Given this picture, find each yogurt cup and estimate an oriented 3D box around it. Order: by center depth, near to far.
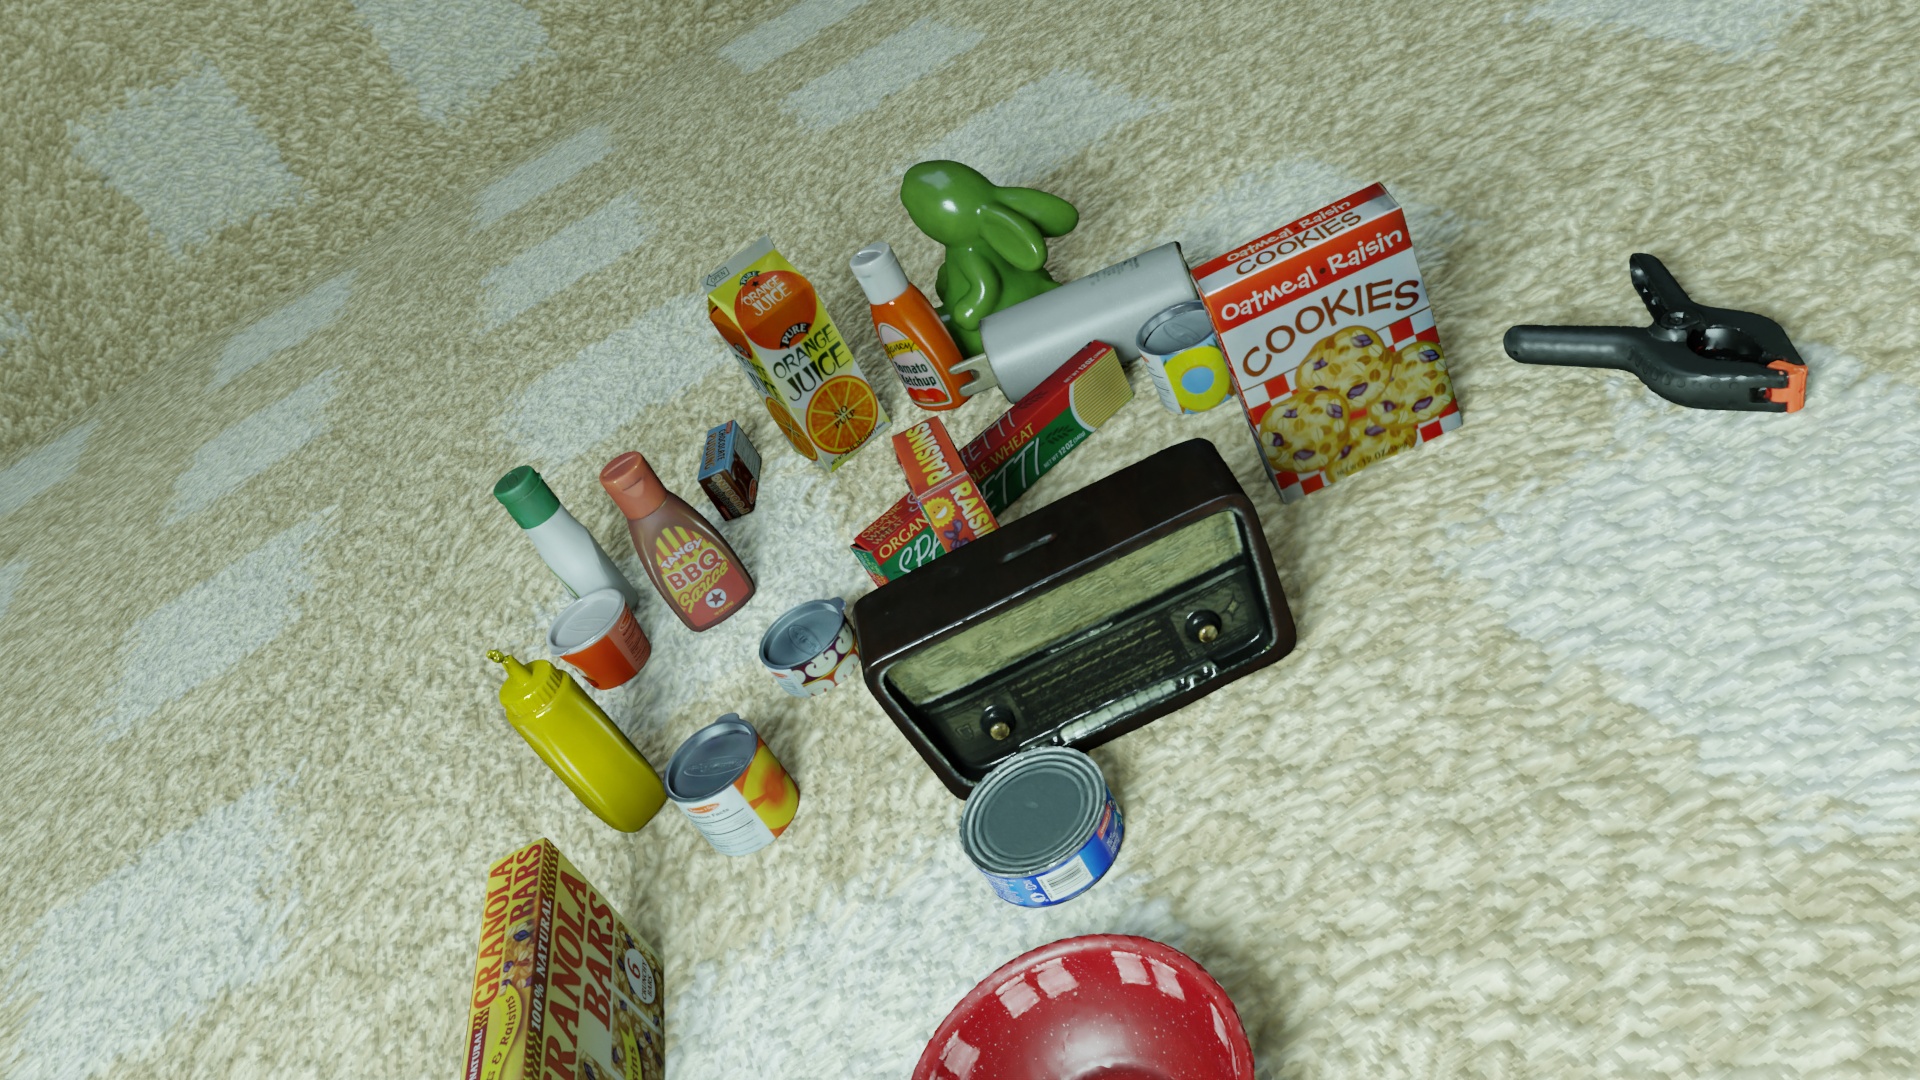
[{"bbox_3d":[-0.277,0.078,1.074,0.072,0.053,0.073,-20,35,14],"label":"yogurt cup"}]

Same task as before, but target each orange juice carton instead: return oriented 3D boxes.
[{"bbox_3d":[-0.141,-0.157,1.158,0.072,0.192,0.073,-40,35,-15],"label":"orange juice carton"}]

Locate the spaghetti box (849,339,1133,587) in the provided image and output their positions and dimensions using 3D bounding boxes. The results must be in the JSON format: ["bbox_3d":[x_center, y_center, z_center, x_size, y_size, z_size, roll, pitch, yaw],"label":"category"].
[{"bbox_3d":[0.027,-0.054,1.028,0.251,0.050,0.029,-41,35,-17],"label":"spaghetti box"}]

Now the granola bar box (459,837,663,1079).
[{"bbox_3d":[-0.203,0.257,0.724,0.039,0.123,0.166,-26,34,5],"label":"granola bar box"}]

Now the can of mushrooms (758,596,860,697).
[{"bbox_3d":[-0.102,0.074,0.970,0.071,0.033,0.071,-20,35,14],"label":"can of mushrooms"}]

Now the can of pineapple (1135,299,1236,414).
[{"bbox_3d":[0.171,-0.135,1.021,0.071,0.057,0.071,-20,35,15],"label":"can of pineapple"}]

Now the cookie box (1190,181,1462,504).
[{"bbox_3d":[0.228,-0.118,0.859,0.123,0.166,0.040,-25,34,8],"label":"cookie box"}]

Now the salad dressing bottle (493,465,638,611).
[{"bbox_3d":[-0.317,0.005,1.115,0.044,0.147,0.064,-34,34,-7],"label":"salad dressing bottle"}]

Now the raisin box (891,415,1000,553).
[{"bbox_3d":[0.003,-0.012,0.924,0.040,0.123,0.086,-28,34,3],"label":"raisin box"}]

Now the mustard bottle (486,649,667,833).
[{"bbox_3d":[-0.253,0.124,0.902,0.065,0.159,0.049,15,54,47],"label":"mustard bottle"}]

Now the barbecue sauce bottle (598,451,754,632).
[{"bbox_3d":[-0.217,-0.001,1.049,0.065,0.148,0.044,-35,34,-8],"label":"barbecue sauce bottle"}]

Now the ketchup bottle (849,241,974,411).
[{"bbox_3d":[-0.042,-0.176,1.150,0.065,0.148,0.044,8,49,43],"label":"ketchup bottle"}]

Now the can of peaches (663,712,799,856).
[{"bbox_3d":[-0.142,0.154,0.873,0.071,0.058,0.071,-20,35,15],"label":"can of peaches"}]

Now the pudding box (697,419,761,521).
[{"bbox_3d":[-0.200,-0.062,1.205,0.030,0.049,0.084,-21,34,12],"label":"pudding box"}]
